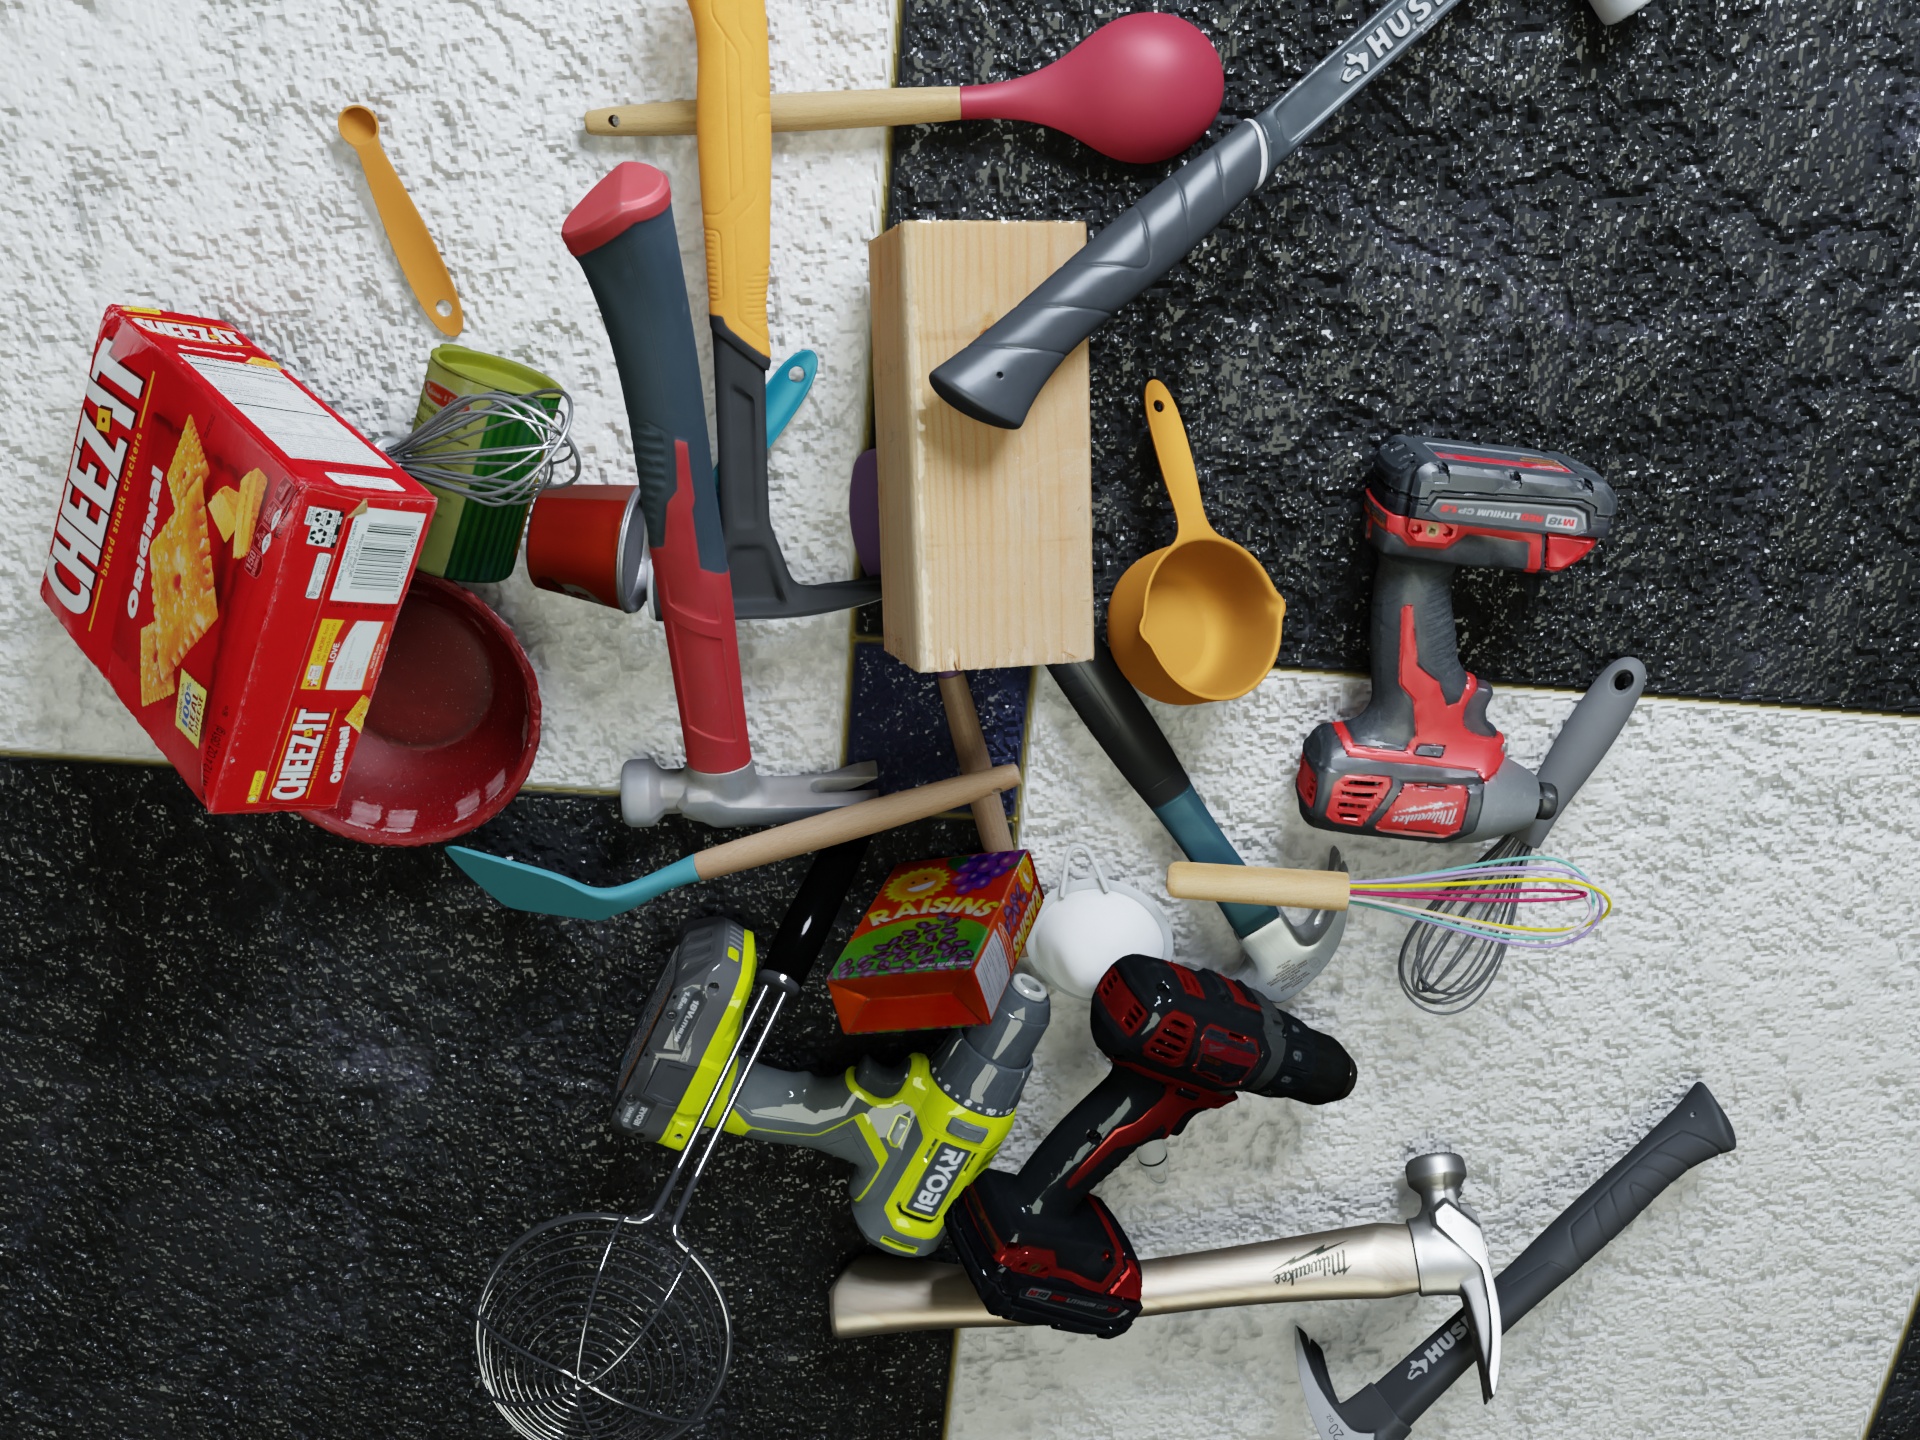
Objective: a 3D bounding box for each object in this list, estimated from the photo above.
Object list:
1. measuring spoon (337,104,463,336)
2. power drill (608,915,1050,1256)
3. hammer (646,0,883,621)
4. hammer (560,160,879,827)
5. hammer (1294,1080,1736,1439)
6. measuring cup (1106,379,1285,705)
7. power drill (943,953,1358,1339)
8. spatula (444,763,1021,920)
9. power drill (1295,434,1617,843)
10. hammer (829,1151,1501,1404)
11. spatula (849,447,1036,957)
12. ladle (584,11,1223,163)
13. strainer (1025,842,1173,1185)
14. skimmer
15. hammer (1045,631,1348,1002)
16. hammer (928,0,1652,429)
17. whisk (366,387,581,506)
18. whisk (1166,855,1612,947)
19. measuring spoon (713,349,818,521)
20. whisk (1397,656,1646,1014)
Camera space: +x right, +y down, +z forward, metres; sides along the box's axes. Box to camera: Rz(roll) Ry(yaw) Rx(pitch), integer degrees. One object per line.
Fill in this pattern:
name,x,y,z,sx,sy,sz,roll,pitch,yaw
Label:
measuring spoon,-0.277,-0.248,0.795,0.021,0.011,0.116,-19,114,4
power drill,-0.073,0.204,0.942,0.228,0.080,0.190,23,108,-14
hammer,-0.101,-0.211,0.781,0.127,0.034,0.336,-3,112,-9
hammer,-0.115,-0.081,0.764,0.143,0.038,0.386,-3,137,-4
hammer,0.357,0.352,1.010,0.335,0.146,0.035,-43,120,0
measuring cup,0.112,-0.092,0.853,0.095,0.052,0.173,-12,87,-27
power drill,0.116,0.249,0.931,0.187,0.080,0.226,24,106,-32
spatula,-0.122,0.064,0.878,0.317,0.044,0.082,-16,146,5
power drill,0.272,-0.035,0.864,0.143,0.079,0.219,7,112,-1
hammer,0.123,0.363,0.994,0.410,0.146,0.038,-7,146,4
spatula,-0.001,-0.003,0.896,0.060,0.018,0.315,-9,112,17
ladle,-0.026,-0.302,0.778,0.315,0.031,0.069,-3,110,0
strainer,0.097,0.191,0.955,0.087,0.050,0.258,-9,120,14
skimmer,-0.128,0.200,0.843,0.127,0.363,0.090,26,148,-2
hammer,0.111,0.032,0.908,0.128,0.033,0.330,-33,109,10
hammer,0.146,-0.277,0.731,0.409,0.036,0.149,-42,105,-6
whisk,-0.267,-0.125,0.759,0.246,0.059,0.057,2,152,37
whisk,0.239,0.094,0.891,0.245,0.047,0.051,4,80,4
measuring spoon,-0.115,-0.143,0.839,0.042,0.021,0.128,34,100,-21
whisk,0.330,0.069,0.927,0.055,0.055,0.239,25,104,-12
